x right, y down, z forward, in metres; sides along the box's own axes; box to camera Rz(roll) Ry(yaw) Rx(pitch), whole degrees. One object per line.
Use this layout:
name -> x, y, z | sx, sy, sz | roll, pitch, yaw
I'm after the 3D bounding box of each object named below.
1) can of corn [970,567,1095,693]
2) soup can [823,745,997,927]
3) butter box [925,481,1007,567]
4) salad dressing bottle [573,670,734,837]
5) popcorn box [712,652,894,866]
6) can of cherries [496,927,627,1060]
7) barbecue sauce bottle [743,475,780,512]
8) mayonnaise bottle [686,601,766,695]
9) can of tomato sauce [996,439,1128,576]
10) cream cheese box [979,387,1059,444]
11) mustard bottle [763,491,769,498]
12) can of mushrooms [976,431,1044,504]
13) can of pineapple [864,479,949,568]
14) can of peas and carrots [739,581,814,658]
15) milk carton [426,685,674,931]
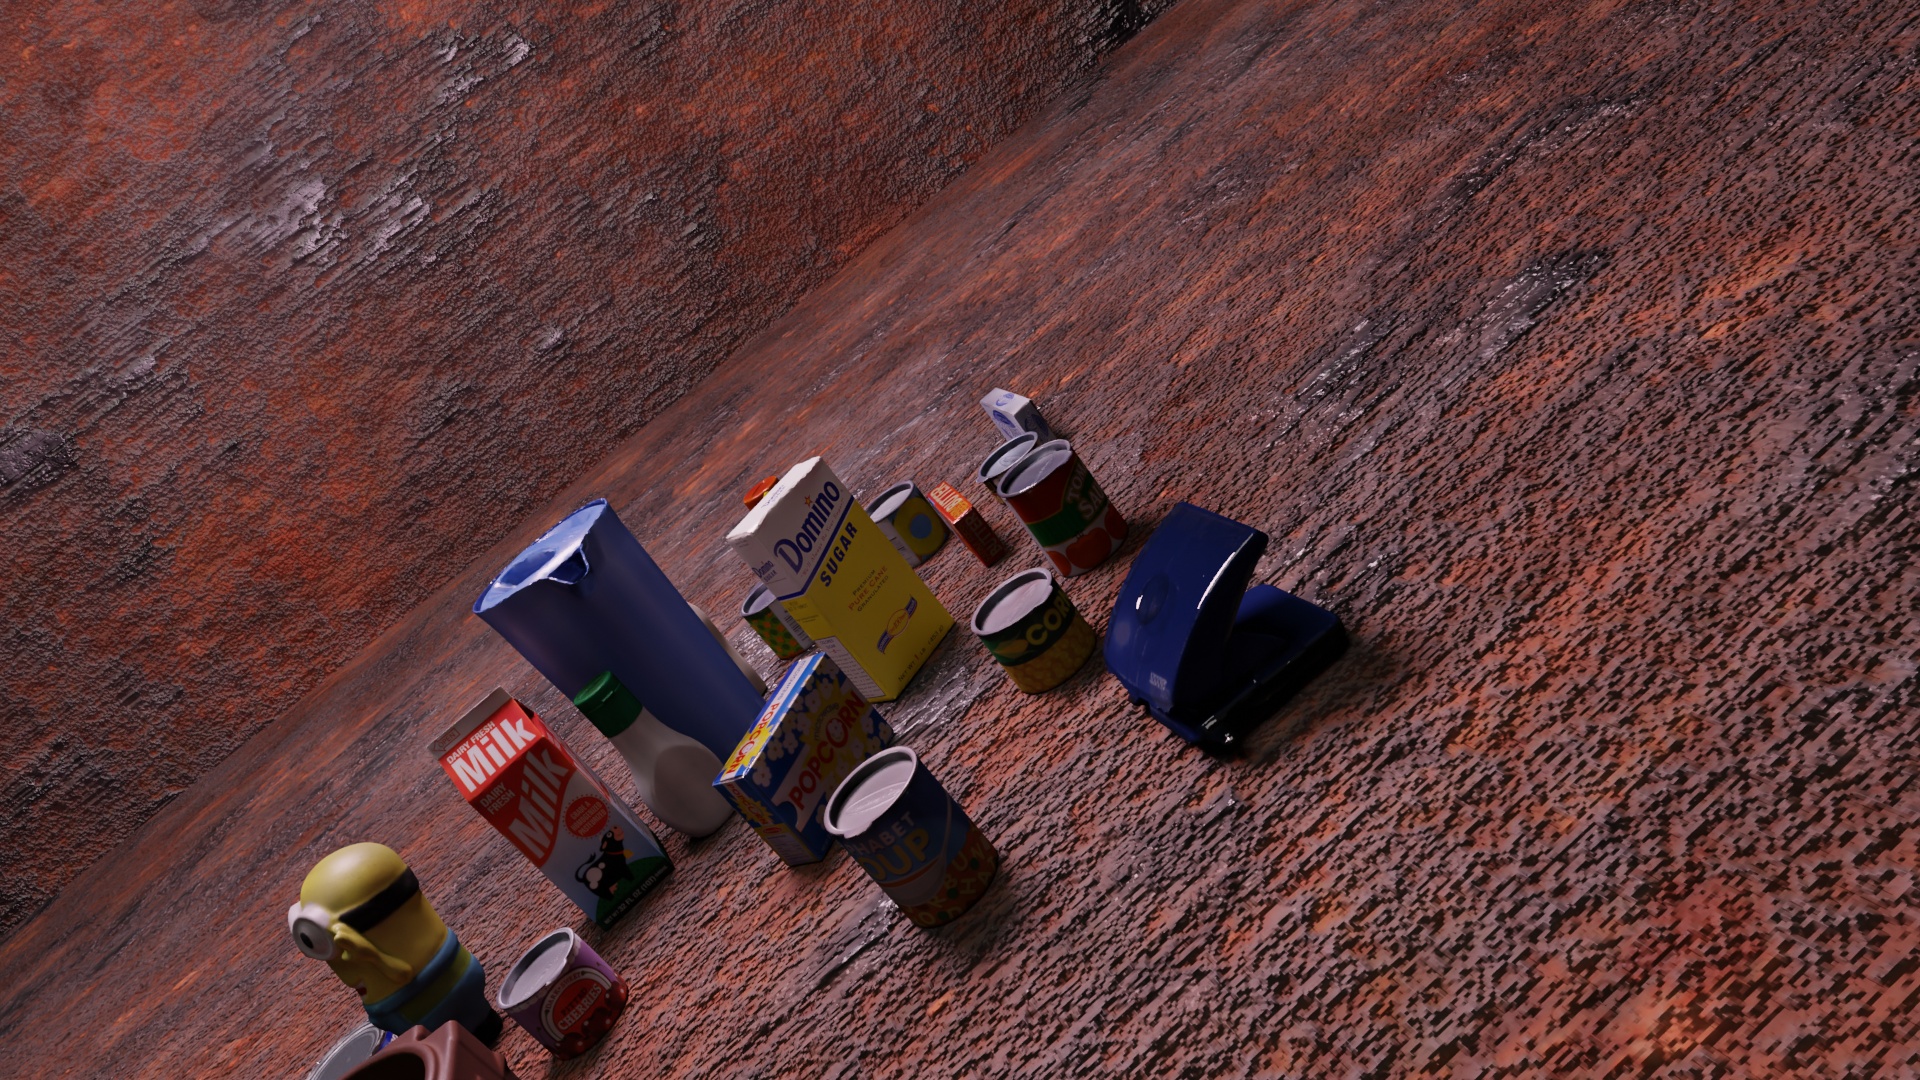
can of corn -> 0.052, 0.061, 0.945 | 0.071, 0.058, 0.071 | -32, 21, 14
soup can -> -0.029, 0.173, 0.800 | 0.071, 0.083, 0.071 | -32, 21, 14
butter box -> 0.004, -0.015, 1.197 | 0.024, 0.053, 0.104 | -39, 20, -2
salad dressing bottle -> -0.235, 0.164, 1.069 | 0.064, 0.147, 0.044 | -48, 22, -25
popcorn box -> -0.107, 0.152, 0.975 | 0.038, 0.085, 0.127 | -21, 26, 38
can of cherries -> -0.269, 0.308, 0.942 | 0.071, 0.058, 0.072 | -32, 21, 14
barbecue sauce bottle -> -0.134, 0.010, 1.234 | 0.043, 0.148, 0.065 | -24, 24, 33
mayonnaise bottle -> -0.239, 0.090, 1.235 | 0.064, 0.147, 0.041 | -14, 31, 48
can of tomato sauce -> 0.079, -0.025, 1.050 | 0.071, 0.083, 0.071 | -32, 21, 14
cream cheese box -> 0.056, -0.113, 1.323 | 0.024, 0.053, 0.104 | -40, 20, -5
mustard bottle -> -0.119, 0.024, 1.162 | 0.065, 0.160, 0.049 | -12, 32, 50
can of mushrooms -> 0.049, -0.064, 1.257 | 0.071, 0.033, 0.071 | -32, 21, 14
can of pineapple -> -0.052, -0.014, 1.281 | 0.071, 0.057, 0.071 | -32, 21, 14
can of peas and carrots -> -0.162, 0.067, 1.286 | 0.071, 0.058, 0.071 | -32, 21, 14
milk carton -> -0.312, 0.200, 1.058 | 0.072, 0.190, 0.073 | -42, 20, -12
